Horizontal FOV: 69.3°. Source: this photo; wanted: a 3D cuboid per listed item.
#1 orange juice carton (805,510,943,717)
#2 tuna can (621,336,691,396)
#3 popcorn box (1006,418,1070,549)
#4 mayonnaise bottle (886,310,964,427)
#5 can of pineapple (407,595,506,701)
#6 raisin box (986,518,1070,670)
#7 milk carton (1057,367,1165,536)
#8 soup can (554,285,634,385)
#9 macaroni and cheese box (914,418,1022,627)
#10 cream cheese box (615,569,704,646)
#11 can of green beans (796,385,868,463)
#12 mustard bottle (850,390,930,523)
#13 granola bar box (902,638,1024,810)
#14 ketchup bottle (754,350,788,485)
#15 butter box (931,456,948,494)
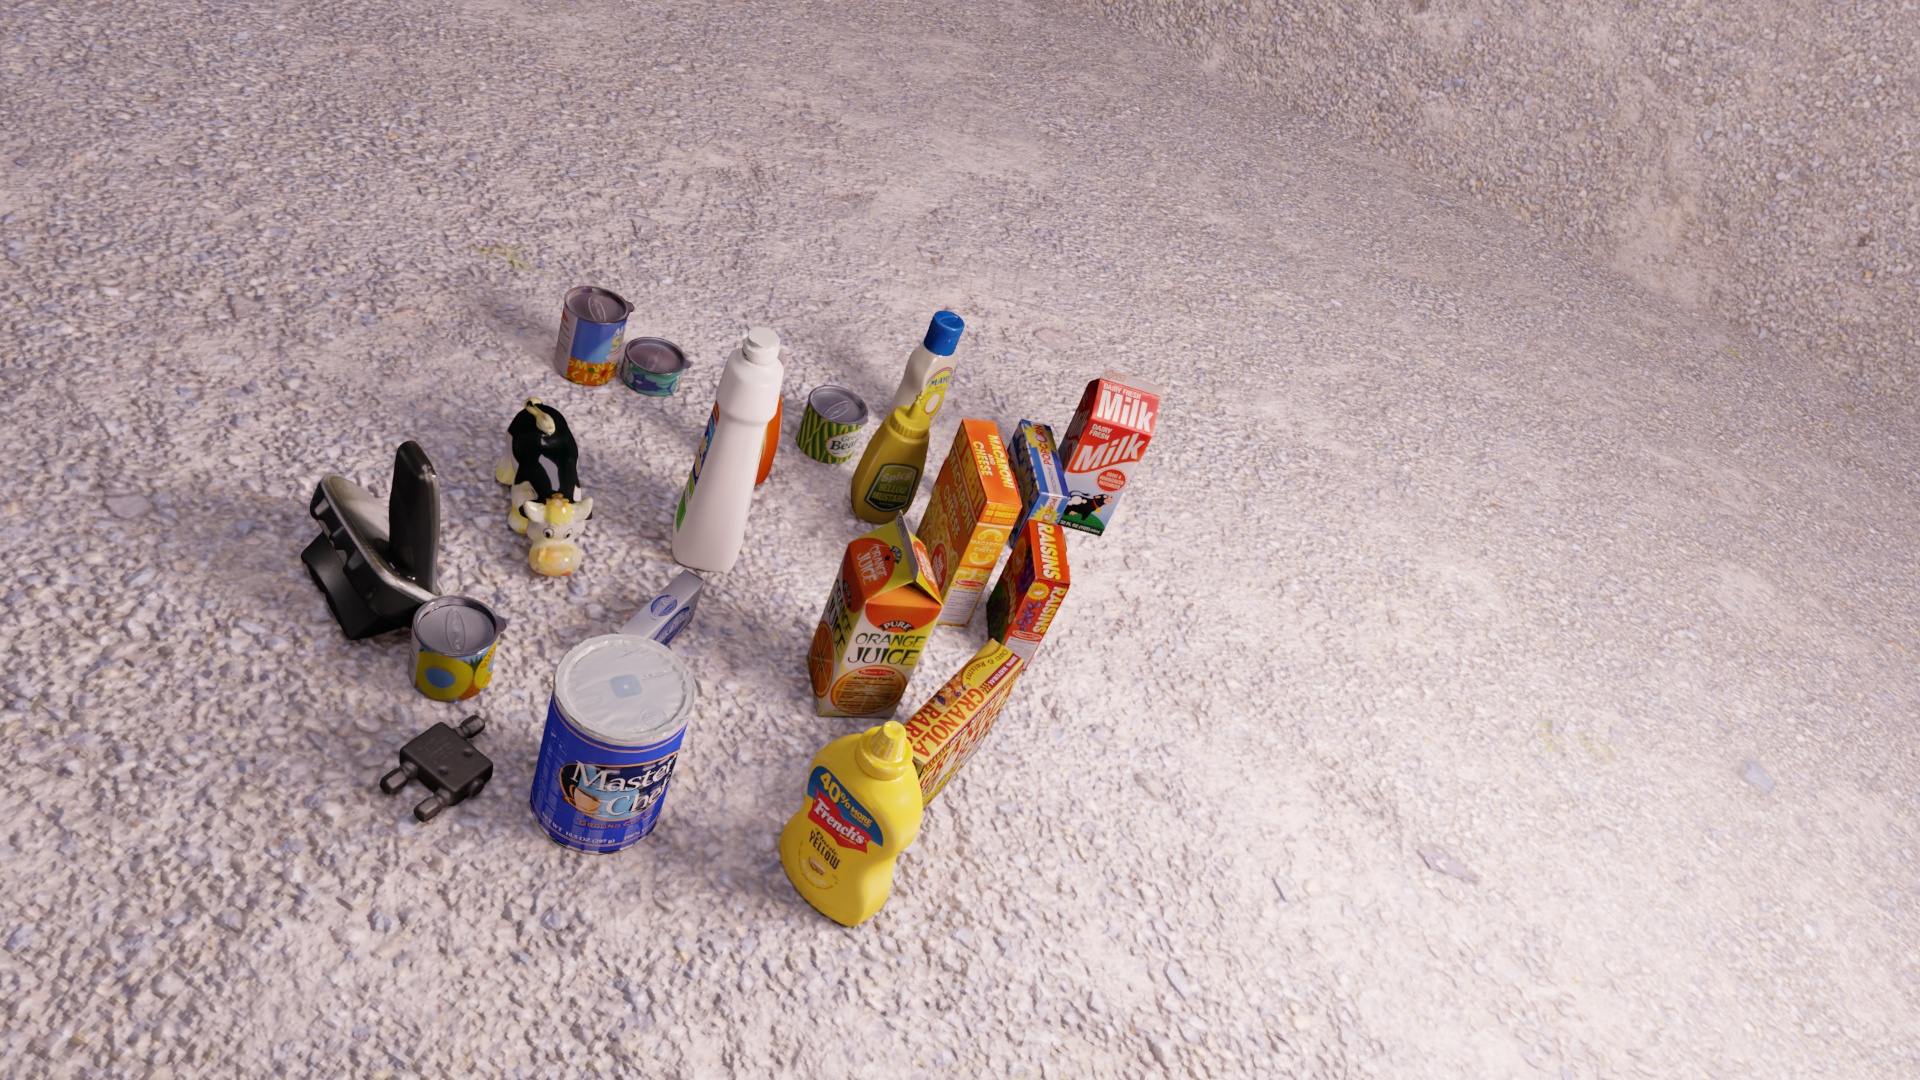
[{"bbox_3d":[-0.071,0.066,1.204,0.073,0.191,0.072,4,42,-23],"label":"orange juice carton"},{"bbox_3d":[-0.327,-0.186,1.493,0.071,0.032,0.071,14,39,-12],"label":"tuna can"},{"bbox_3d":[0.077,-0.059,1.509,0.038,0.084,0.127,9,41,-18],"label":"popcorn box"},{"bbox_3d":[-0.035,-0.187,1.550,0.065,0.147,0.041,-22,57,-42],"label":"mayonnaise bottle"},{"bbox_3d":[-0.406,0.088,1.118,0.071,0.057,0.071,14,39,-12],"label":"can of pineapple"},{"bbox_3d":[0.065,0.053,1.344,0.040,0.122,0.086,13,40,-14],"label":"raisin box"},{"bbox_3d":[0.154,-0.103,1.516,0.072,0.189,0.074,16,39,-10],"label":"milk carton"},{"bbox_3d":[-0.384,-0.214,1.455,0.071,0.083,0.072,14,39,-12],"label":"soup can"},{"bbox_3d":[0.005,-0.017,1.360,0.040,0.165,0.124,7,41,-21],"label":"macaroni and cheese box"},{"bbox_3d":[-0.264,0.074,1.209,0.024,0.053,0.104,30,39,8],"label":"cream cheese box"},{"bbox_3d":[-0.139,-0.125,1.498,0.071,0.057,0.071,14,39,-12],"label":"can of green beans"},{"bbox_3d":[-0.065,-0.087,1.411,0.065,0.159,0.049,6,42,-21],"label":"mustard bottle"},{"bbox_3d":[-0.019,0.171,1.164,0.039,0.123,0.166,35,40,13],"label":"granola bar box"},{"bbox_3d":[-0.207,-0.126,1.393,0.065,0.148,0.044,34,39,13],"label":"ketchup bottle"},{"bbox_3d":[0.014,-0.040,1.481,0.024,0.052,0.104,-18,54,-40],"label":"butter box"}]
